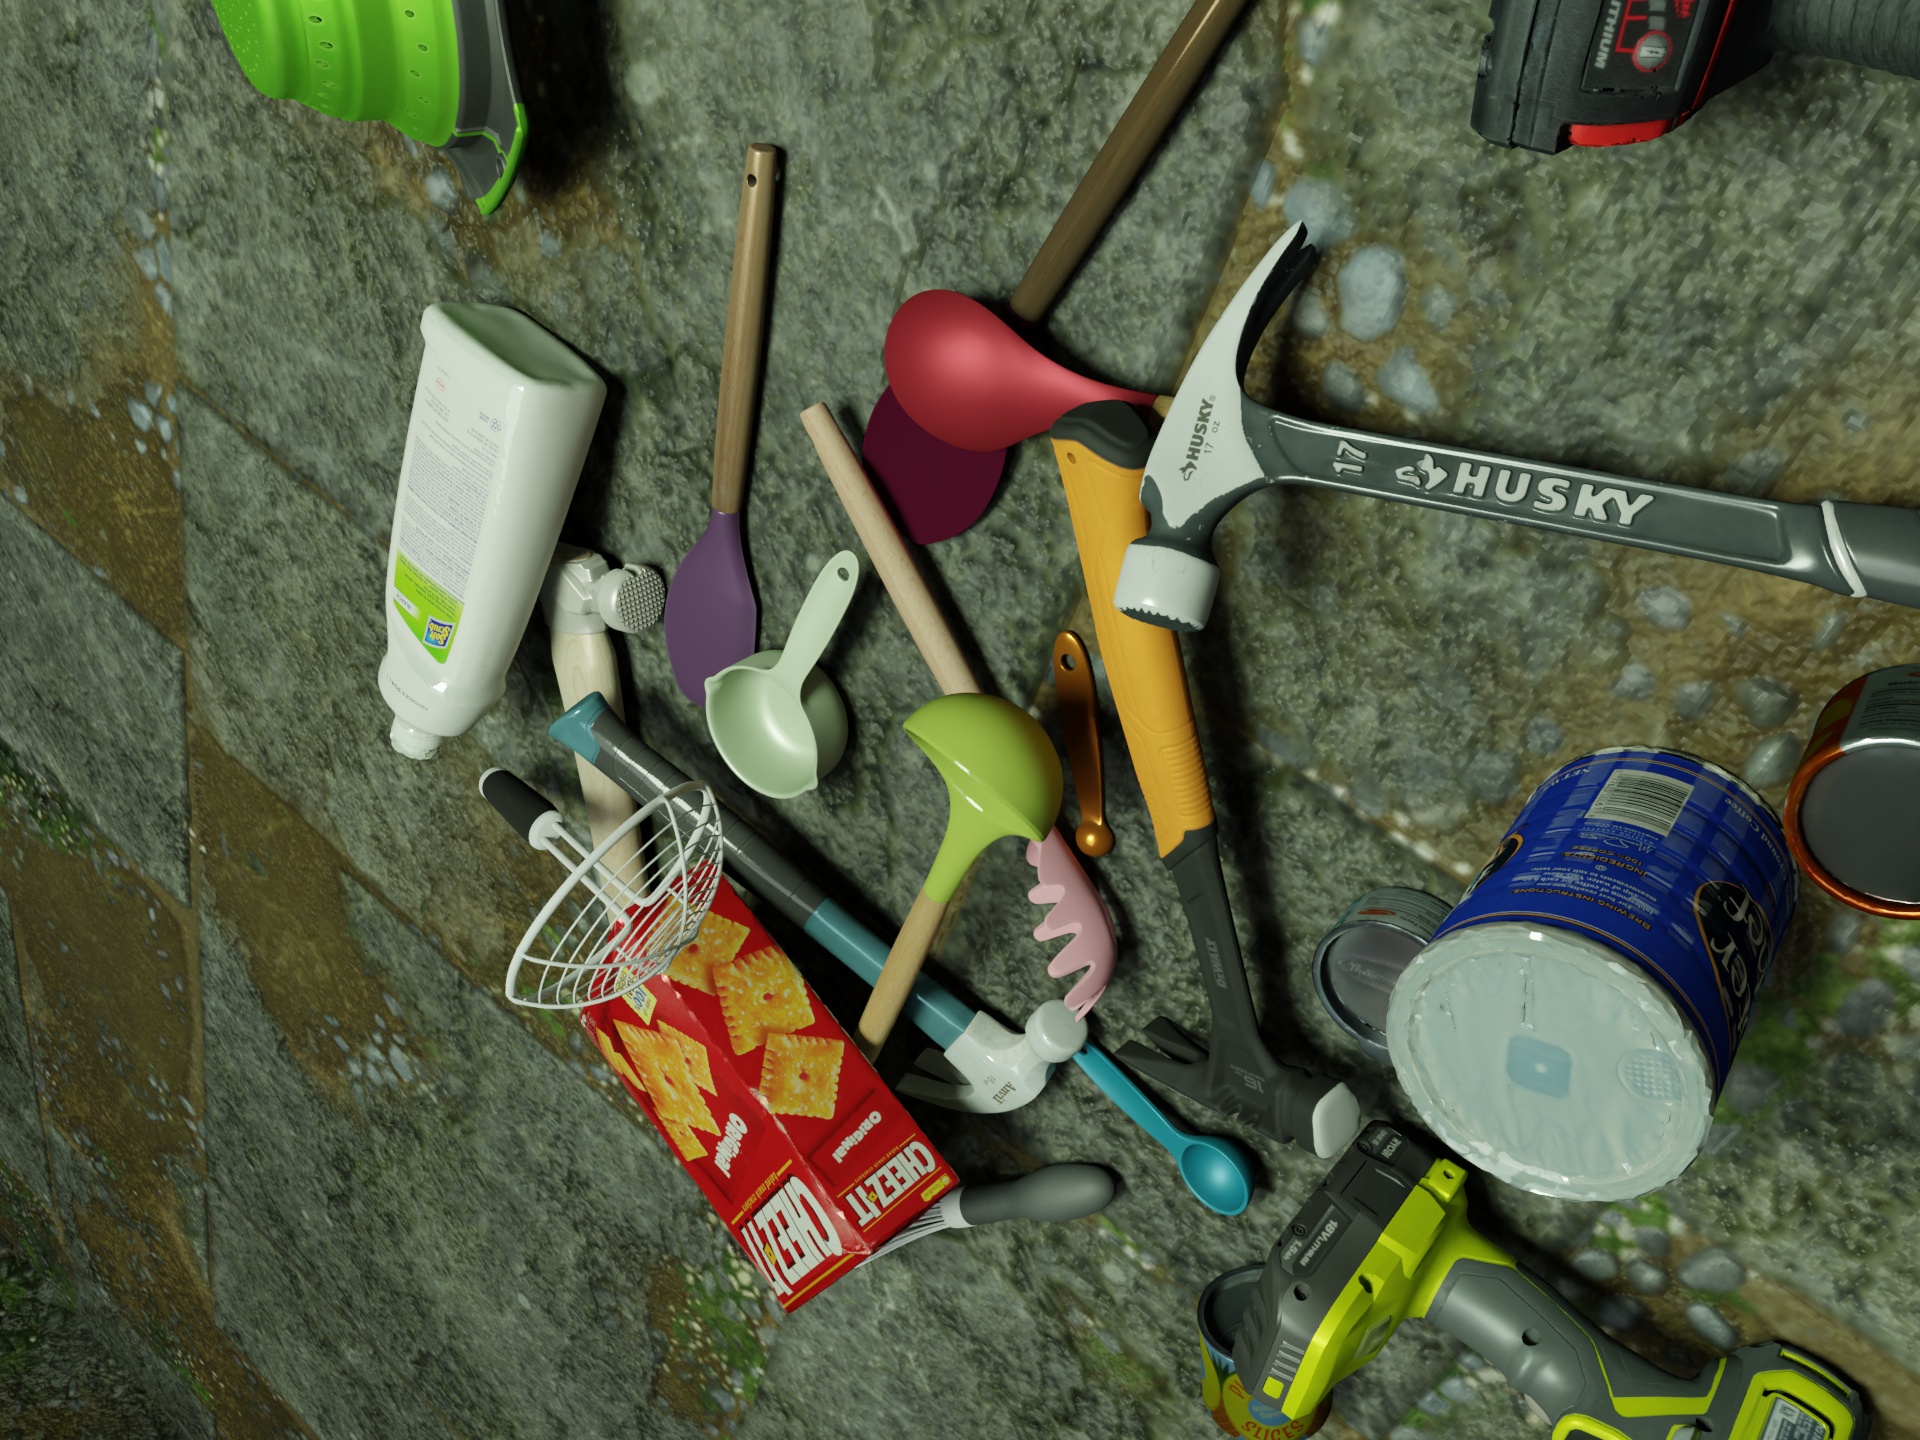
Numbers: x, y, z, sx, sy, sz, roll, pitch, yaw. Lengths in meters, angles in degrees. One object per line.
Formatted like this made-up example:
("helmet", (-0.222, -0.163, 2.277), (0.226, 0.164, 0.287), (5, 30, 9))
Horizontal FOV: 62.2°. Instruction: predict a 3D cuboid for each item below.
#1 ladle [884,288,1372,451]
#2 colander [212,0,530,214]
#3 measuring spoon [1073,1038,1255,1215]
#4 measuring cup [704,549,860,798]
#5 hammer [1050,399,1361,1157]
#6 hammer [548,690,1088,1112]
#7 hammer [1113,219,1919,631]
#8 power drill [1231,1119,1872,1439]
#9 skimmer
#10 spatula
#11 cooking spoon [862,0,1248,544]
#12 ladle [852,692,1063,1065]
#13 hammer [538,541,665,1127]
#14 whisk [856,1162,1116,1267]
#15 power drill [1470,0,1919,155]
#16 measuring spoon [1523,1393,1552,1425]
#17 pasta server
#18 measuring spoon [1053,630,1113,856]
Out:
("ladle", (0.100, -0.113, 0.614), (0.315, 0.031, 0.069), (17, 130, 24))
("colander", (-0.311, -0.419, 0.704), (0.204, 0.094, 0.397), (-13, 99, 64))
("measuring spoon", (0.102, 0.197, 0.811), (0.129, 0.021, 0.042), (41, 138, 25))
("measuring cup", (-0.075, -0.030, 0.806), (0.083, 0.038, 0.167), (42, 131, 12))
("hammer", (0.087, 0.029, 0.673), (0.127, 0.034, 0.336), (15, 128, 50))
("hammer", (-0.088, 0.094, 0.859), (0.331, 0.033, 0.128), (38, 138, 5))
("hammer", (0.255, -0.062, 0.498), (0.409, 0.036, 0.149), (15, 88, 24))
("power drill", (0.232, 0.277, 0.643), (0.223, 0.171, 0.080), (29, 130, 27))
("skimmer", (-0.217, 0.054, 0.822), (0.090, 0.127, 0.363), (47, 167, -29))
("spatula", (-0.116, -0.130, 0.794), (0.060, 0.018, 0.315), (27, 129, 17))
("cooking spoon", (0.039, -0.184, 0.640), (0.069, 0.017, 0.318), (43, 134, 5))
("ladle", (-0.025, 0.104, 0.760), (0.078, 0.062, 0.320), (39, 136, 16))
("hammer", (-0.215, 0.086, 0.983), (0.146, 0.038, 0.410), (15, 123, 34))
("whisk", (-0.023, 0.289, 0.932), (0.284, 0.070, 0.070), (-23, 99, 39))
("power drill", (0.252, -0.169, 0.394), (0.220, 0.143, 0.078), (26, 130, 28))
("measuring spoon", (0.299, 0.351, 0.734), (0.034, 0.018, 0.124), (-31, 93, 44))
("pasta server", (-0.001, -0.002, 0.752), (0.316, 0.040, 0.060), (62, 179, -9))
("measuring spoon", (0.055, 0.013, 0.743), (0.021, 0.011, 0.116), (8, 119, 35))
